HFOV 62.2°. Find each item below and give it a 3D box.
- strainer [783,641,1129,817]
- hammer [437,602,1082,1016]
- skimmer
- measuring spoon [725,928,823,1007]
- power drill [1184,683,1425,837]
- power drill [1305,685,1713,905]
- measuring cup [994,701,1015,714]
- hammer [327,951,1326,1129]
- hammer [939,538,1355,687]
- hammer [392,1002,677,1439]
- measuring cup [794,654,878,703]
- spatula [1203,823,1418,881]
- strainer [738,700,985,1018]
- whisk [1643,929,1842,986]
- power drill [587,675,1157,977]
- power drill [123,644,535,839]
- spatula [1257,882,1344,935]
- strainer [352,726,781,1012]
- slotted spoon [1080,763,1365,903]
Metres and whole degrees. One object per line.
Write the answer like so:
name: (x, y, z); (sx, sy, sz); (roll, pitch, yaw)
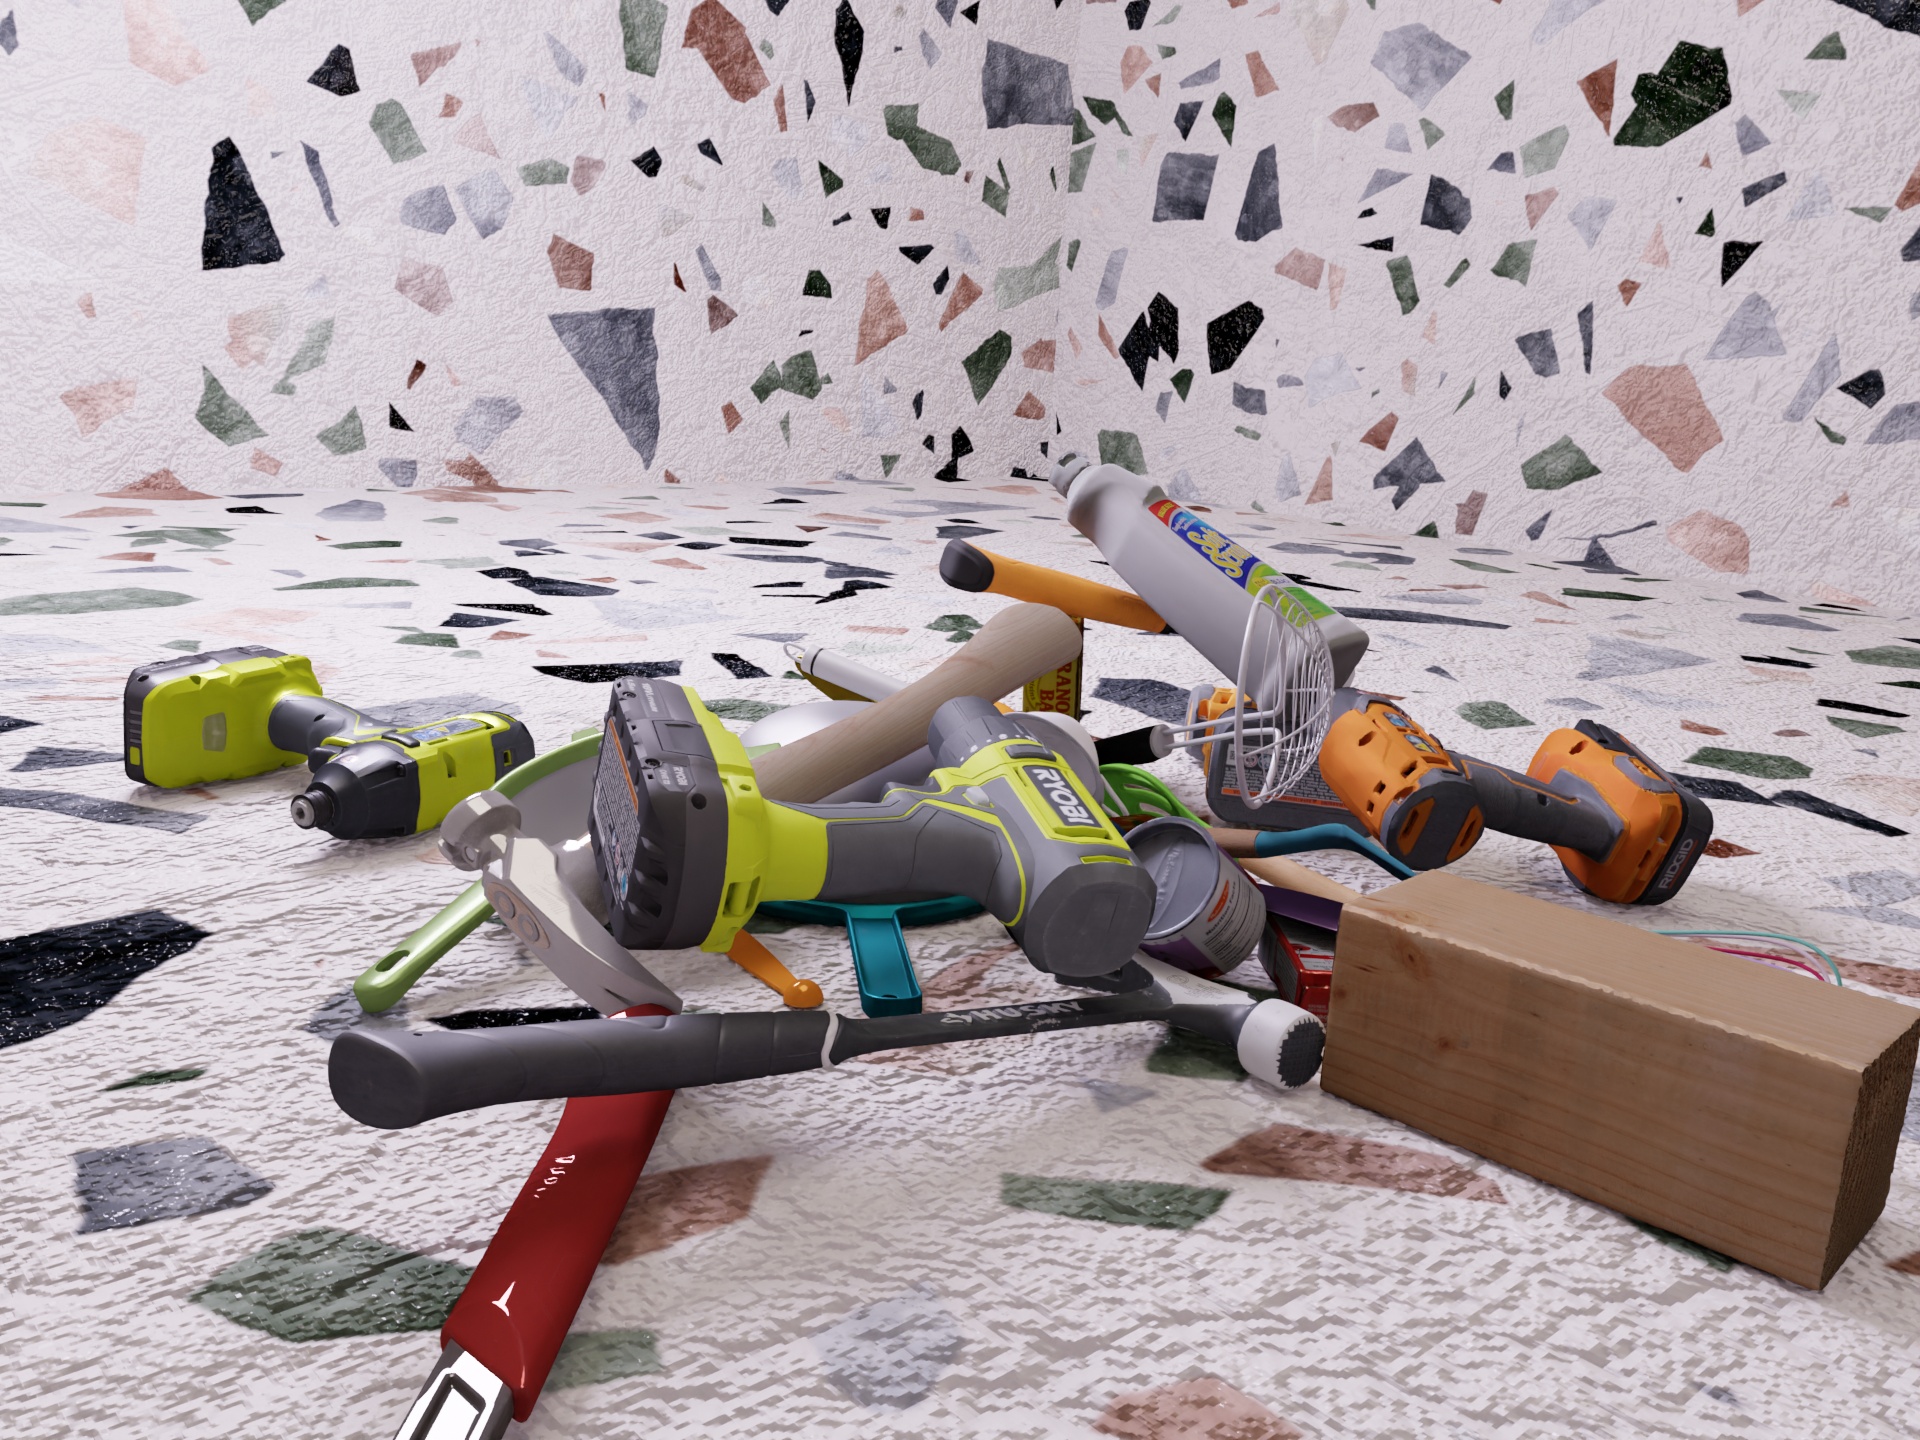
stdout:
strainer: (-0.002, -0.003, 1.013); (0.258, 0.086, 0.050); (22, 54, 16)
hammer: (-0.056, 0.023, 0.832); (0.146, 0.038, 0.410); (38, 41, 21)
skimmer: (0.132, 0.001, 1.026); (0.090, 0.127, 0.363); (11, -10, -18)
measuring spoon: (-0.101, 0.118, 0.800); (0.021, 0.011, 0.117); (-5, 16, -32)
power drill: (0.259, 0.023, 1.156); (0.185, 0.084, 0.226); (7, 10, 5)
power drill: (0.325, 0.036, 0.983); (0.226, 0.084, 0.164); (10, 25, -21)
measuring cup: (-0.018, 0.023, 1.121); (0.095, 0.052, 0.173); (11, 17, 28)
hammer: (-0.040, 0.123, 0.639); (0.408, 0.036, 0.149); (3, 9, -38)
hammer: (0.127, -0.080, 1.143); (0.336, 0.034, 0.127); (12, 18, -33)
hammer: (-0.126, 0.179, 0.494); (0.149, 0.036, 0.359); (4, 14, 2)
measuring cup: (-0.041, -0.004, 1.067); (0.156, 0.062, 0.029); (34, 42, 3)
spatula: (0.146, 0.079, 0.904); (0.317, 0.044, 0.082); (-1, -26, 45)
strainer: (-0.052, 0.057, 0.883); (0.211, 0.095, 0.340); (2, 14, -9)
whisk: (0.349, 0.119, 0.858); (0.047, 0.051, 0.245); (-16, 20, -40)
power drill: (-0.045, 0.038, 0.721); (0.228, 0.080, 0.191); (5, 27, -24)
power drill: (-0.407, 0.018, 0.998); (0.223, 0.080, 0.171); (13, 16, 23)
spatula: (0.259, 0.119, 0.757); (0.316, 0.018, 0.059); (15, 11, 39)
strainer: (-0.206, 0.087, 0.822); (0.151, 0.069, 0.256); (4, 30, 29)
slotted spoon: (0.187, 0.090, 0.928); (0.031, 0.070, 0.314); (-39, 40, -22)
